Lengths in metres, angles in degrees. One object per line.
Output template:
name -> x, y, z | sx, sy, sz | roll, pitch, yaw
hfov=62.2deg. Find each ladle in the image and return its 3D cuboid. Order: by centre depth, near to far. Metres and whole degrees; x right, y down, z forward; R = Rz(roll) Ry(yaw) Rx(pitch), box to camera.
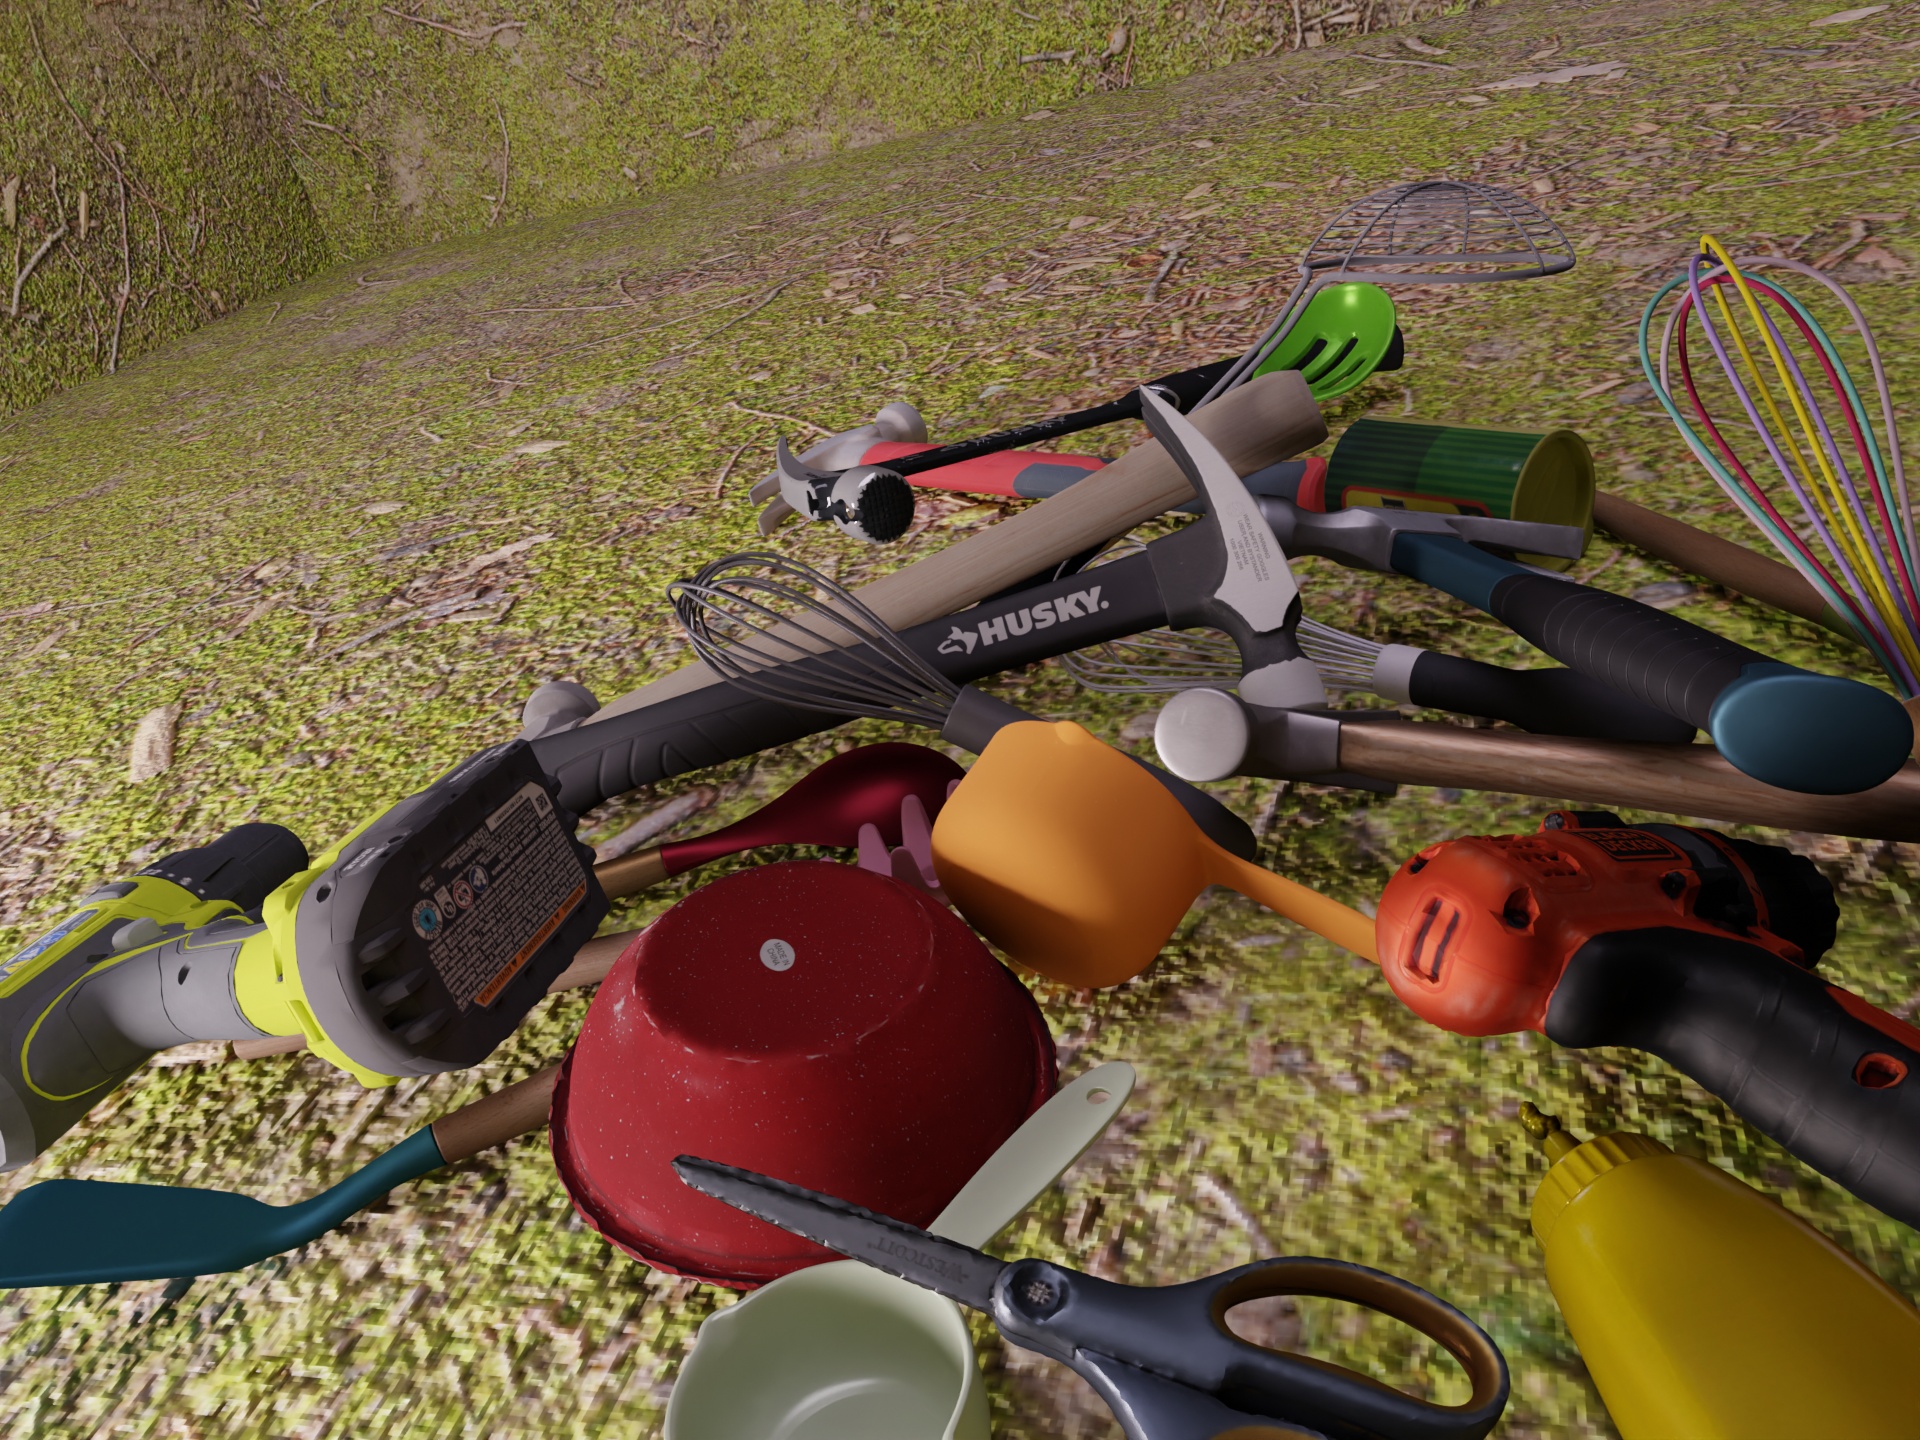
ladle -> 0.317, -0.059, 0.618 | 0.078, 0.062, 0.320 | -40, 24, 5
ladle -> -0.147, 0.067, 0.661 | 0.315, 0.031, 0.069 | -18, 31, -1

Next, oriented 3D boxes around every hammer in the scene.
hammer -> 0.236, 0.019, 0.496 | 0.331, 0.031, 0.130 | 6, 0, 22
hammer -> 0.199, -0.038, 0.544 | 0.128, 0.033, 0.331 | 4, 15, -6
hammer -> -0.035, -0.023, 0.640 | 0.335, 0.146, 0.035 | -17, -17, 6
hammer -> -0.033, -0.045, 0.704 | 0.410, 0.038, 0.146 | -24, 27, 12
hammer -> 0.088, -0.172, 0.885 | 0.409, 0.036, 0.149 | -19, 24, -26
hammer -> 0.040, -0.136, 0.929 | 0.386, 0.038, 0.143 | 14, 41, 44

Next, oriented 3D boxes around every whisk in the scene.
whisk -> 0.253, -0.027, 0.433 | 0.051, 0.245, 0.047 | -18, -14, -7
whisk -> -0.001, -0.001, 0.588 | 0.239, 0.055, 0.055 | 25, 37, 6
whisk -> 0.149, -0.024, 0.646 | 0.285, 0.070, 0.070 | 15, 40, 37

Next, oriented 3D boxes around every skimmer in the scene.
skimmer -> 0.137, -0.130, 0.770 | 0.363, 0.090, 0.127 | -45, 27, -1

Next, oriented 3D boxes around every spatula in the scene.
spatula -> -0.155, 0.123, 0.538 | 0.317, 0.044, 0.082 | -22, 10, -14

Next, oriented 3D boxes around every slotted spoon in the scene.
slotted spoon -> 0.105, -0.124, 0.815 | 0.314, 0.031, 0.070 | -39, 48, -13

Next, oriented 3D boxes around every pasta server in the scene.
pasta server -> -0.134, 0.083, 0.610 | 0.316, 0.040, 0.060 | -14, 15, 6

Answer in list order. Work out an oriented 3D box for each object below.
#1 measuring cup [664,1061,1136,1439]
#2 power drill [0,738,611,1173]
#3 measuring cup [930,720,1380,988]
measuring cup -> -0.001, 0.151, 0.412 | 0.083, 0.038, 0.167 | 10, 35, 41
power drill -> -0.253, 0.078, 0.596 | 0.228, 0.080, 0.191 | -14, 20, 22
measuring cup -> 0.066, 0.063, 0.507 | 0.174, 0.095, 0.052 | 24, 60, 32
